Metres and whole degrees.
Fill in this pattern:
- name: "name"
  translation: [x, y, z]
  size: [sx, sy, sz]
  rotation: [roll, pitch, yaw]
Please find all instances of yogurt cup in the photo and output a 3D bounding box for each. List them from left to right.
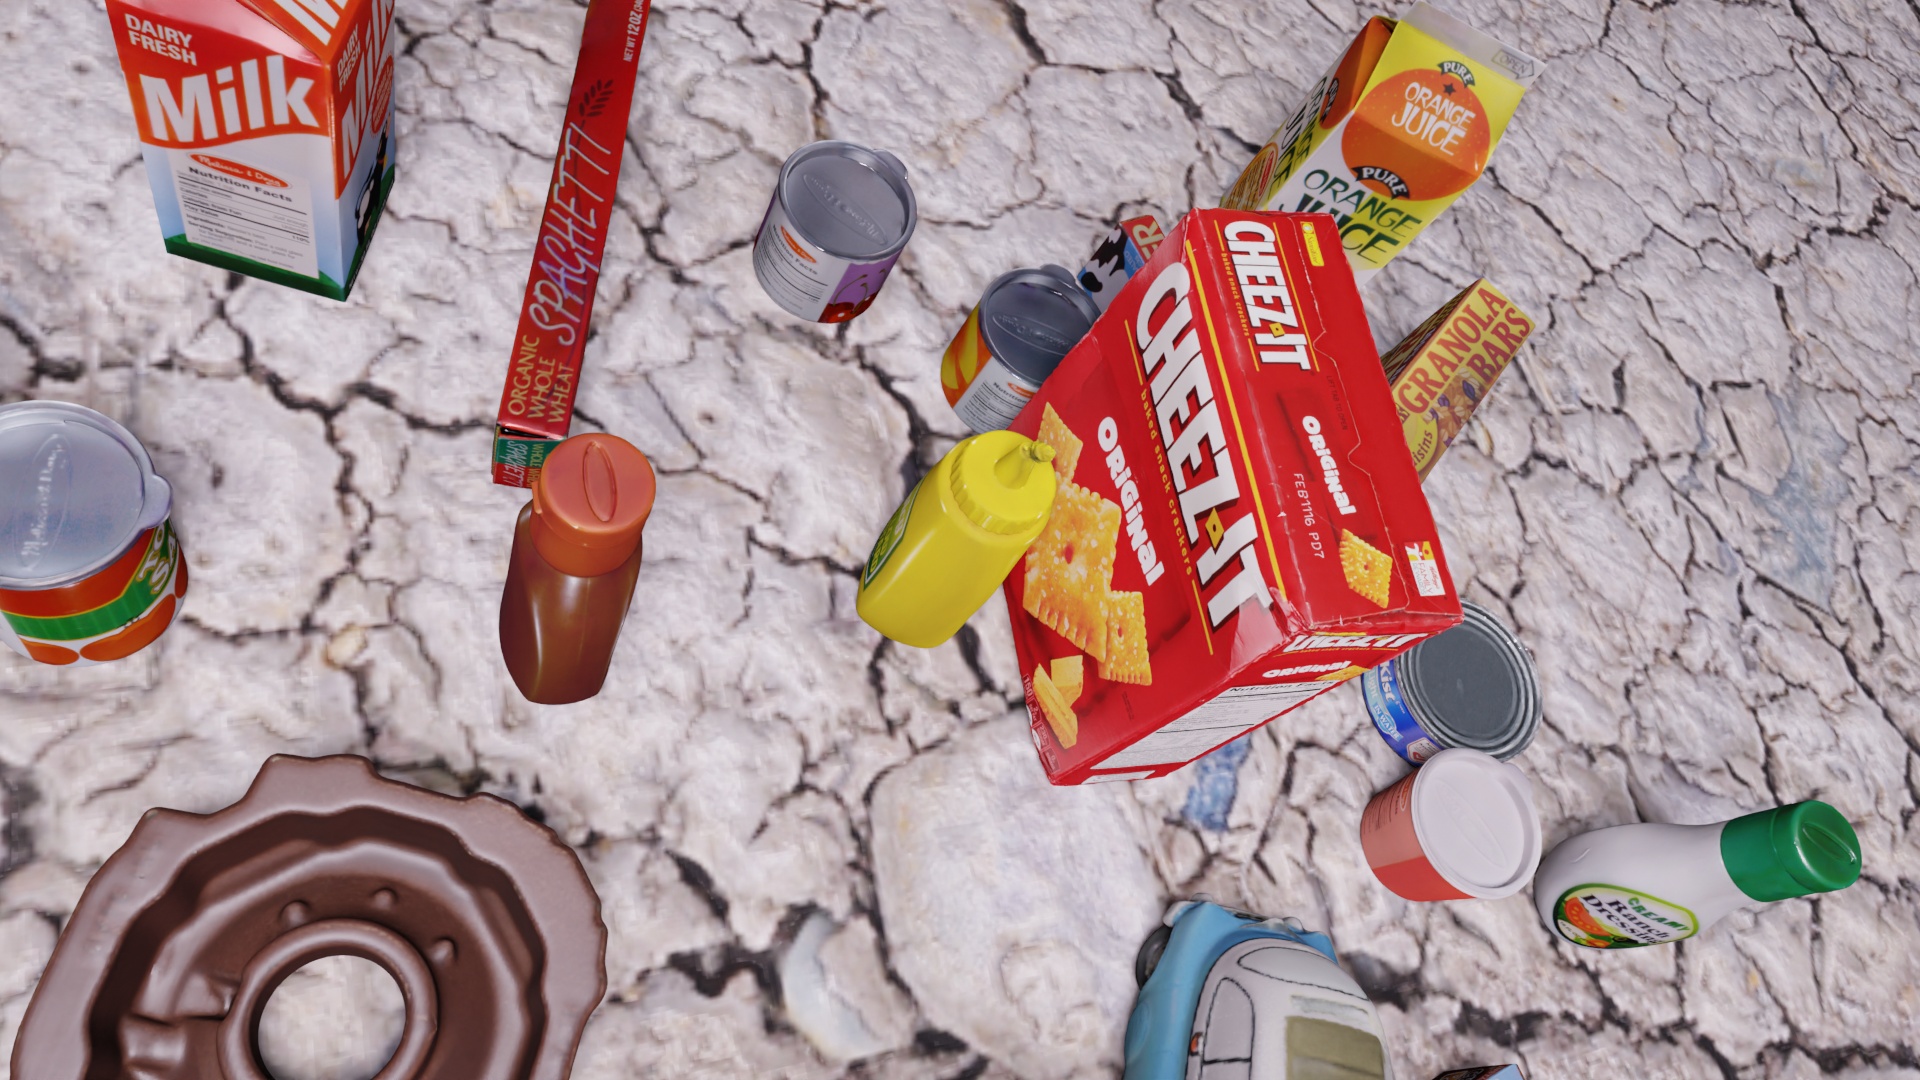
- name: "yogurt cup"
  translation: [0.223, 0.135, 0.643]
  size: [0.072, 0.053, 0.072]
  rotation: [9, 64, -18]

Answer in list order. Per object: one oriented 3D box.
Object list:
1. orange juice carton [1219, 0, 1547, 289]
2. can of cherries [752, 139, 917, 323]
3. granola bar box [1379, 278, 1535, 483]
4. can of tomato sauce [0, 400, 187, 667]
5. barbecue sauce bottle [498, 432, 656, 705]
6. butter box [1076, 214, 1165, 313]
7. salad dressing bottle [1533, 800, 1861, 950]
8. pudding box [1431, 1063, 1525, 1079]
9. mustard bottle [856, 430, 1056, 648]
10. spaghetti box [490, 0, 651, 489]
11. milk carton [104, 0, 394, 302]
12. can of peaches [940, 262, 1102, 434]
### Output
- name: "orange juice carton"
  translation: [0.203, -0.192, 0.706]
  size: [0.072, 0.191, 0.073]
  rotation: [24, 60, -10]
- name: "can of cherries"
  translation: [-0.059, -0.146, 0.659]
  size: [0.071, 0.058, 0.072]
  rotation: [9, 64, -18]
- name: "granola bar box"
  translation: [0.192, -0.042, 0.672]
  size: [0.039, 0.123, 0.166]
  rotation: [44, 59, 1]
- name: "can of tomato sauce"
  translation: [-0.306, 0.000, 0.478]
  size: [0.071, 0.082, 0.071]
  rotation: [9, 64, -18]
- name: "barbecue sauce bottle"
  translation: [-0.140, 0.010, 0.501]
  size: [0.044, 0.148, 0.065]
  rotation: [-4, 69, -23]
- name: "butter box"
  translation: [0.102, -0.109, 0.709]
  size: [0.024, 0.053, 0.103]
  rotation: [-21, 76, -28]
- name: "salad dressing bottle"
  translation: [0.325, 0.150, 0.622]
  size: [0.064, 0.147, 0.044]
  rotation: [33, 59, -5]
- name: "pudding box"
  translation: [0.197, 0.252, 0.581]
  size: [0.084, 0.049, 0.030]
  rotation: [-18, 74, -28]
- name: "mustard bottle"
  translation: [0.002, -0.007, 0.559]
  size: [0.049, 0.159, 0.065]
  rotation: [26, 60, -9]
- name: "spaghetti box"
  translation: [-0.171, -0.142, 0.617]
  size: [0.029, 0.050, 0.251]
  rotation: [11, 63, -17]
- name: "milk carton"
  translation: [-0.257, -0.177, 0.517]
  size: [0.073, 0.189, 0.072]
  rotation: [15, 62, -15]
- name: "can of peaches"
  translation: [0.030, -0.090, 0.668]
  size: [0.071, 0.057, 0.071]
  rotation: [9, 64, -18]
